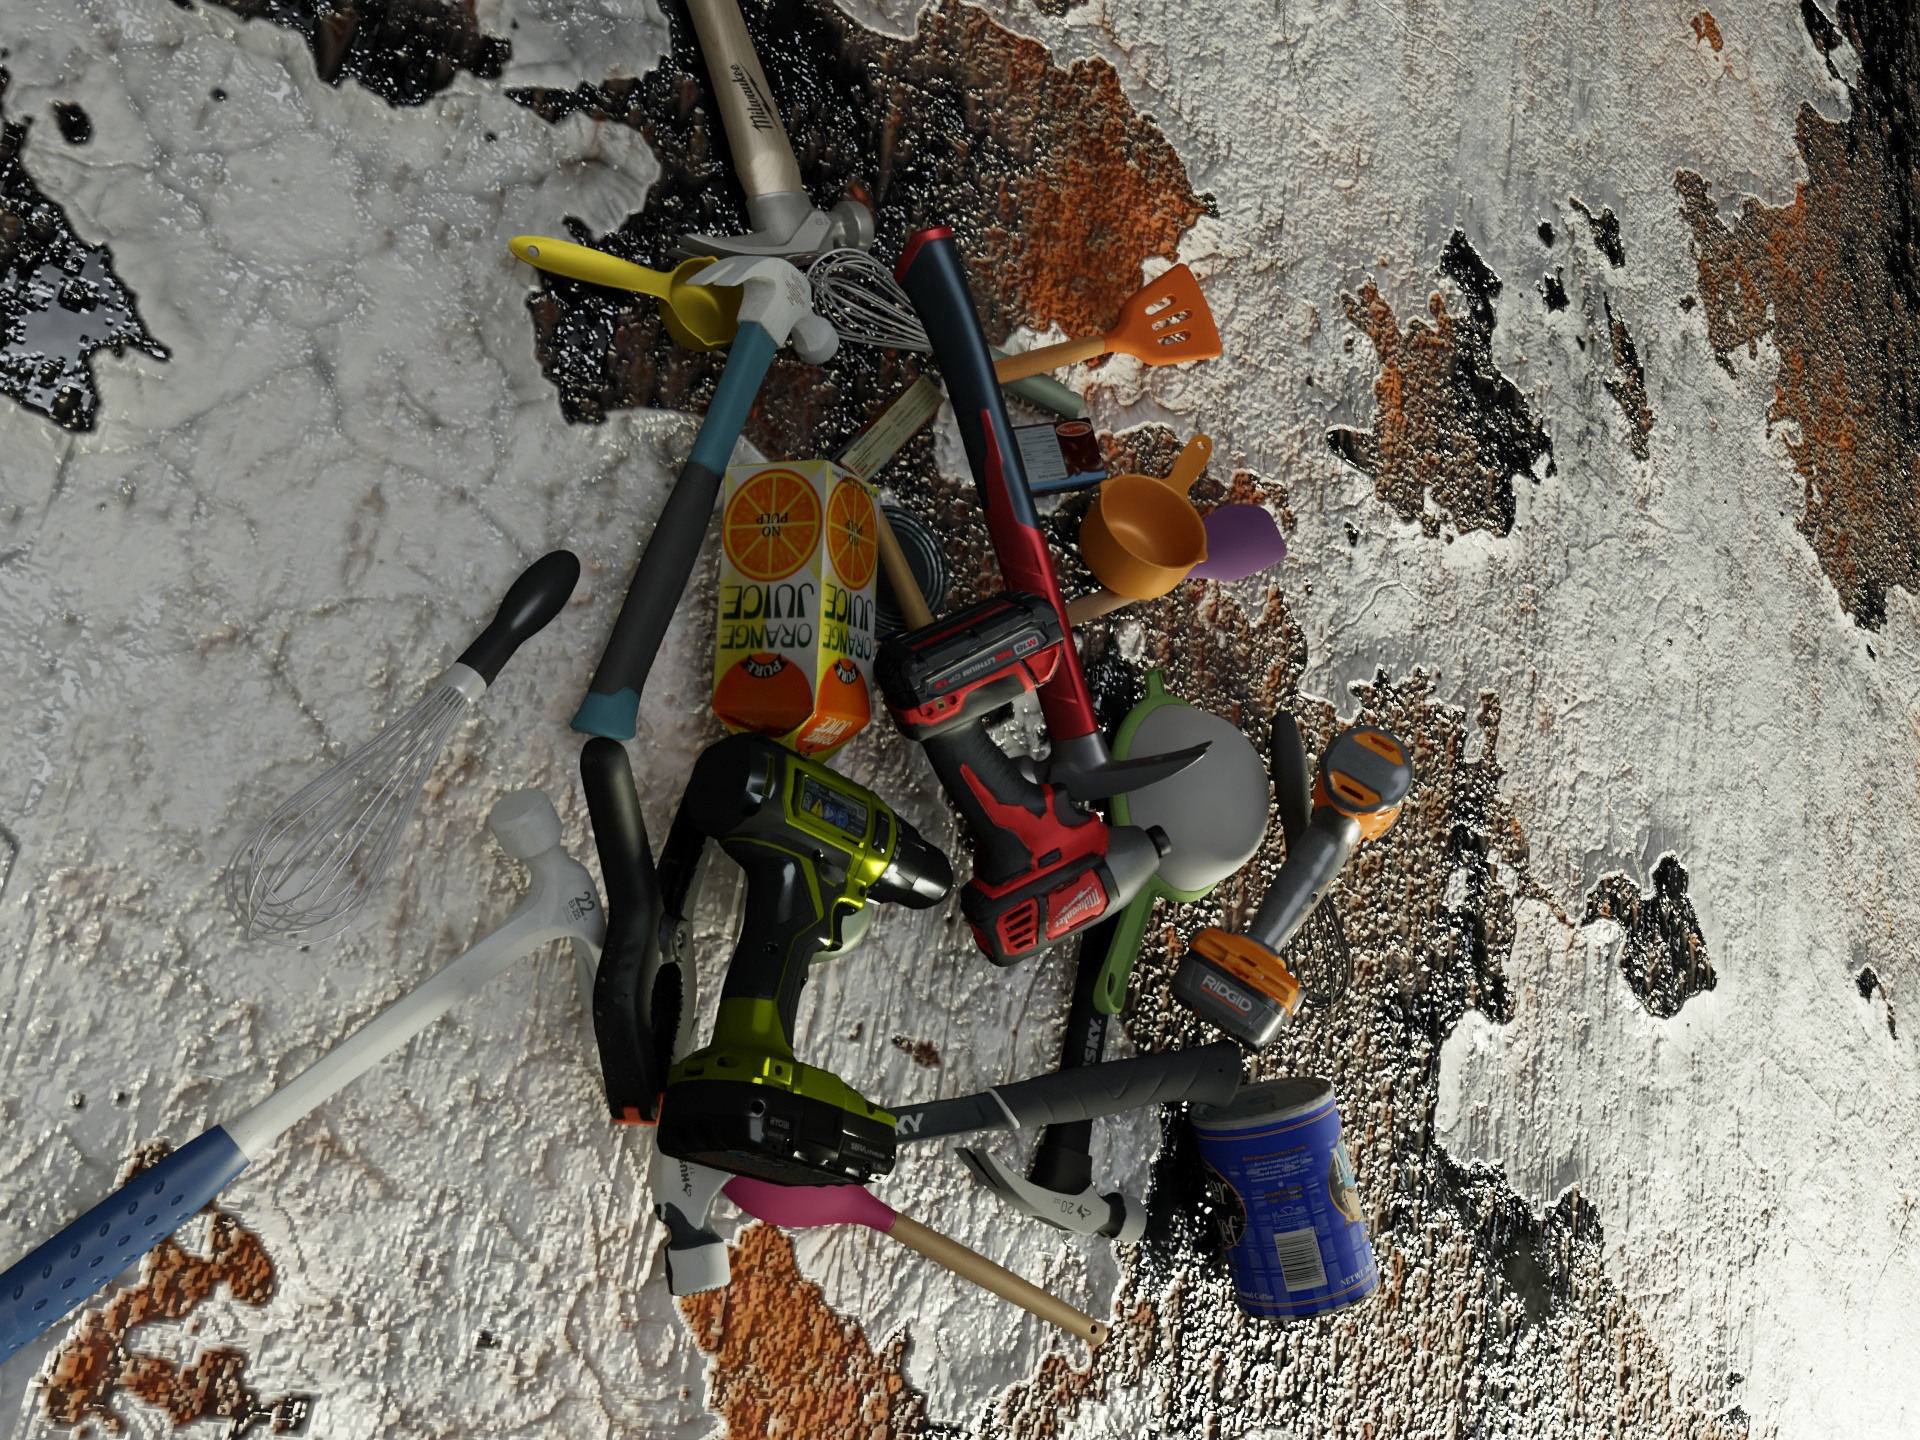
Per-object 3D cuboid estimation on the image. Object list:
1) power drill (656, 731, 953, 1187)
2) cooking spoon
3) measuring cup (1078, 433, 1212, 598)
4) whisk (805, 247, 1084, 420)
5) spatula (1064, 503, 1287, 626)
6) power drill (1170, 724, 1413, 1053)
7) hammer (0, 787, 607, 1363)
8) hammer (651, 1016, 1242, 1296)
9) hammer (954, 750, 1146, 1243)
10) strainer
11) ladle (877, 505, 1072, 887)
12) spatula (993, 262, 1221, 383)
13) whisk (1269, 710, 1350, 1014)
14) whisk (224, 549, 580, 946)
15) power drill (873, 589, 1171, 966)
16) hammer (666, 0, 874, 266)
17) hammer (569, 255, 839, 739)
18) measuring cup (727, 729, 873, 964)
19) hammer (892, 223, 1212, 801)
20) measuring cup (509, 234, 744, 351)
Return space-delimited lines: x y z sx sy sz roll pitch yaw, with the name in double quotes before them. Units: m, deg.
"power drill" -0.080 0.139 0.897 0.190 0.080 0.229 32 54 -43
"cooking spoon" -0.025 0.322 0.992 0.318 0.017 0.069 36 62 -23
"measuring cup" 0.148 -0.158 1.200 0.095 0.052 0.174 35 47 -1
"whisk" -0.006 -0.264 1.124 0.246 0.058 0.059 19 104 -34
"spatula" 0.145 -0.108 1.210 0.316 0.018 0.060 -25 88 -38
"power drill" 0.241 0.121 1.132 0.084 0.164 0.226 31 82 17
"hammer" -0.337 0.202 0.769 0.405 0.035 0.144 -38 125 -30
"hammer" 0.006 0.238 0.985 0.408 0.036 0.149 -2 72 -29
"hammer" 0.089 0.176 1.096 0.146 0.035 0.335 25 66 -30
"strainer" 0.156 0.091 1.098 0.151 0.069 0.256 49 49 -30
"ladle" -0.002 -0.003 1.046 0.069 0.031 0.315 -24 104 -2
"spatula" 0.096 -0.279 1.176 0.322 0.041 0.081 -30 98 -50
"whisk" 0.265 0.108 1.233 0.055 0.055 0.239 6 72 -34
"whisk" -0.289 0.005 0.857 0.070 0.070 0.285 45 53 -19
"power drill" 0.043 0.035 1.012 0.143 0.079 0.219 -25 105 -10
"hammer" -0.180 -0.499 1.054 0.146 0.038 0.410 -17 89 -35
"hammer" -0.160 -0.138 0.967 0.128 0.033 0.331 49 55 -59
"measuring cup" -0.104 0.070 0.978 0.083 0.038 0.167 -23 95 -37
"hammer" 0.048 -0.135 1.042 0.038 0.143 0.386 -39 114 -66
"measuring cup" -0.207 -0.270 0.990 0.156 0.029 0.062 9 75 -31
